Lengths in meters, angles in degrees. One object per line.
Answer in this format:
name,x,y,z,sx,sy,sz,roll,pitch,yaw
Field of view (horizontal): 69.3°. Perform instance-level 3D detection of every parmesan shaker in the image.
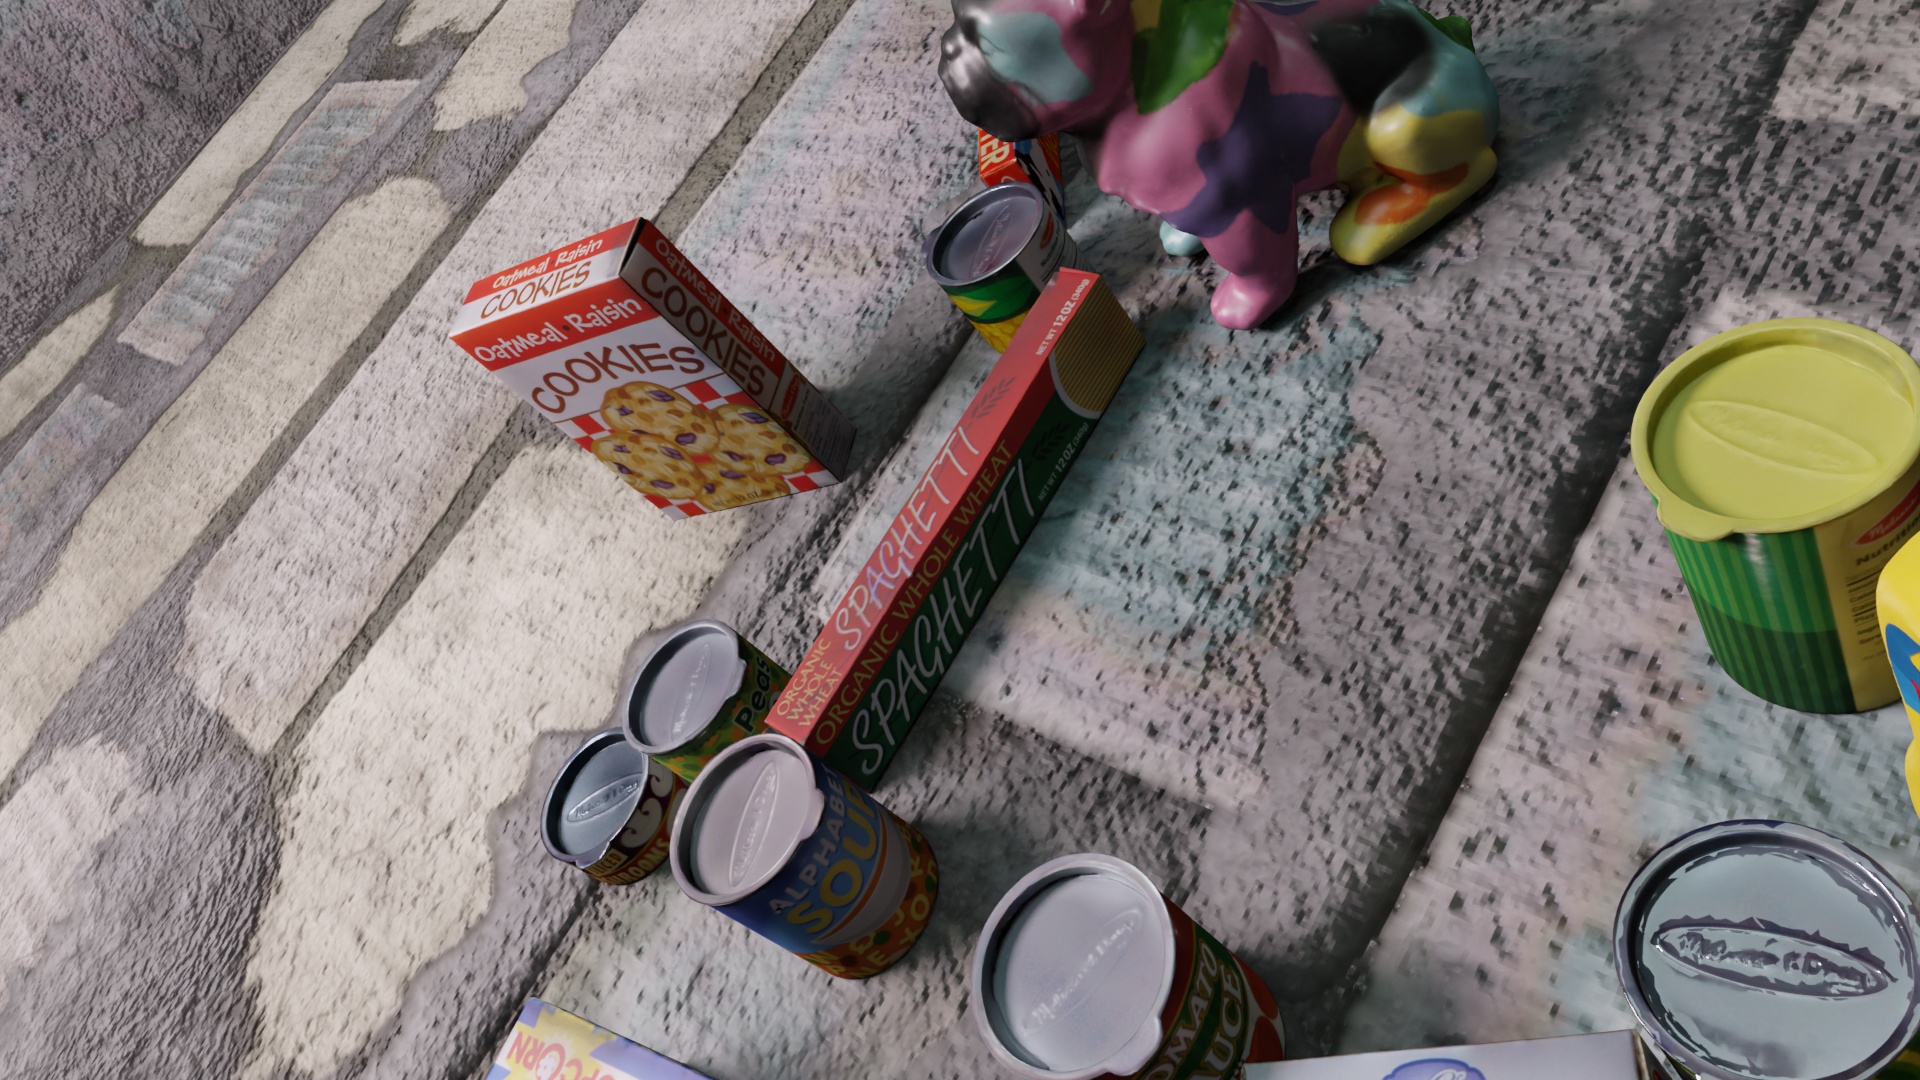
parmesan shaker,0.229,-0.001,0.382,0.071,0.103,0.072,-22,46,24

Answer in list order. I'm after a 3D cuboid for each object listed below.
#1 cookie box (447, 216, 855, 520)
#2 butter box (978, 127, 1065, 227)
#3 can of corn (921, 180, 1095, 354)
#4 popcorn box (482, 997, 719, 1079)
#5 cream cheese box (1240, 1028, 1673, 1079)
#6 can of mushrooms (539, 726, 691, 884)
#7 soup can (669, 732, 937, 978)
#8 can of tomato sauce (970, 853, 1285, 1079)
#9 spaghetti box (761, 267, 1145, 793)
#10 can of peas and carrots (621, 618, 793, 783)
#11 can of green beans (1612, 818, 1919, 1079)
cookie box,-0.152,-0.080,0.703,0.123,0.167,0.040,-11,52,33
butter box,0.032,-0.213,0.751,0.024,0.053,0.104,-22,46,24
can of corn,0.024,-0.133,0.688,0.071,0.058,0.071,-21,46,24
popcorn box,-0.096,0.206,0.486,0.126,0.085,0.038,3,60,40
cream cheese box,0.133,0.154,0.370,0.103,0.053,0.024,-17,48,28
can of mushrooms,-0.159,0.125,0.642,0.071,0.033,0.071,-21,46,24
soup can,-0.055,0.121,0.525,0.071,0.083,0.072,-22,46,24
can of tomato sauce,0.054,0.143,0.420,0.071,0.083,0.071,-22,46,24
spaghetti box,0.002,-0.008,0.609,0.029,0.050,0.251,16,68,45
can of peas and carrots,-0.104,0.077,0.619,0.071,0.058,0.071,-21,46,24
can of green beans,0.204,0.111,0.345,0.071,0.057,0.071,-21,46,24
